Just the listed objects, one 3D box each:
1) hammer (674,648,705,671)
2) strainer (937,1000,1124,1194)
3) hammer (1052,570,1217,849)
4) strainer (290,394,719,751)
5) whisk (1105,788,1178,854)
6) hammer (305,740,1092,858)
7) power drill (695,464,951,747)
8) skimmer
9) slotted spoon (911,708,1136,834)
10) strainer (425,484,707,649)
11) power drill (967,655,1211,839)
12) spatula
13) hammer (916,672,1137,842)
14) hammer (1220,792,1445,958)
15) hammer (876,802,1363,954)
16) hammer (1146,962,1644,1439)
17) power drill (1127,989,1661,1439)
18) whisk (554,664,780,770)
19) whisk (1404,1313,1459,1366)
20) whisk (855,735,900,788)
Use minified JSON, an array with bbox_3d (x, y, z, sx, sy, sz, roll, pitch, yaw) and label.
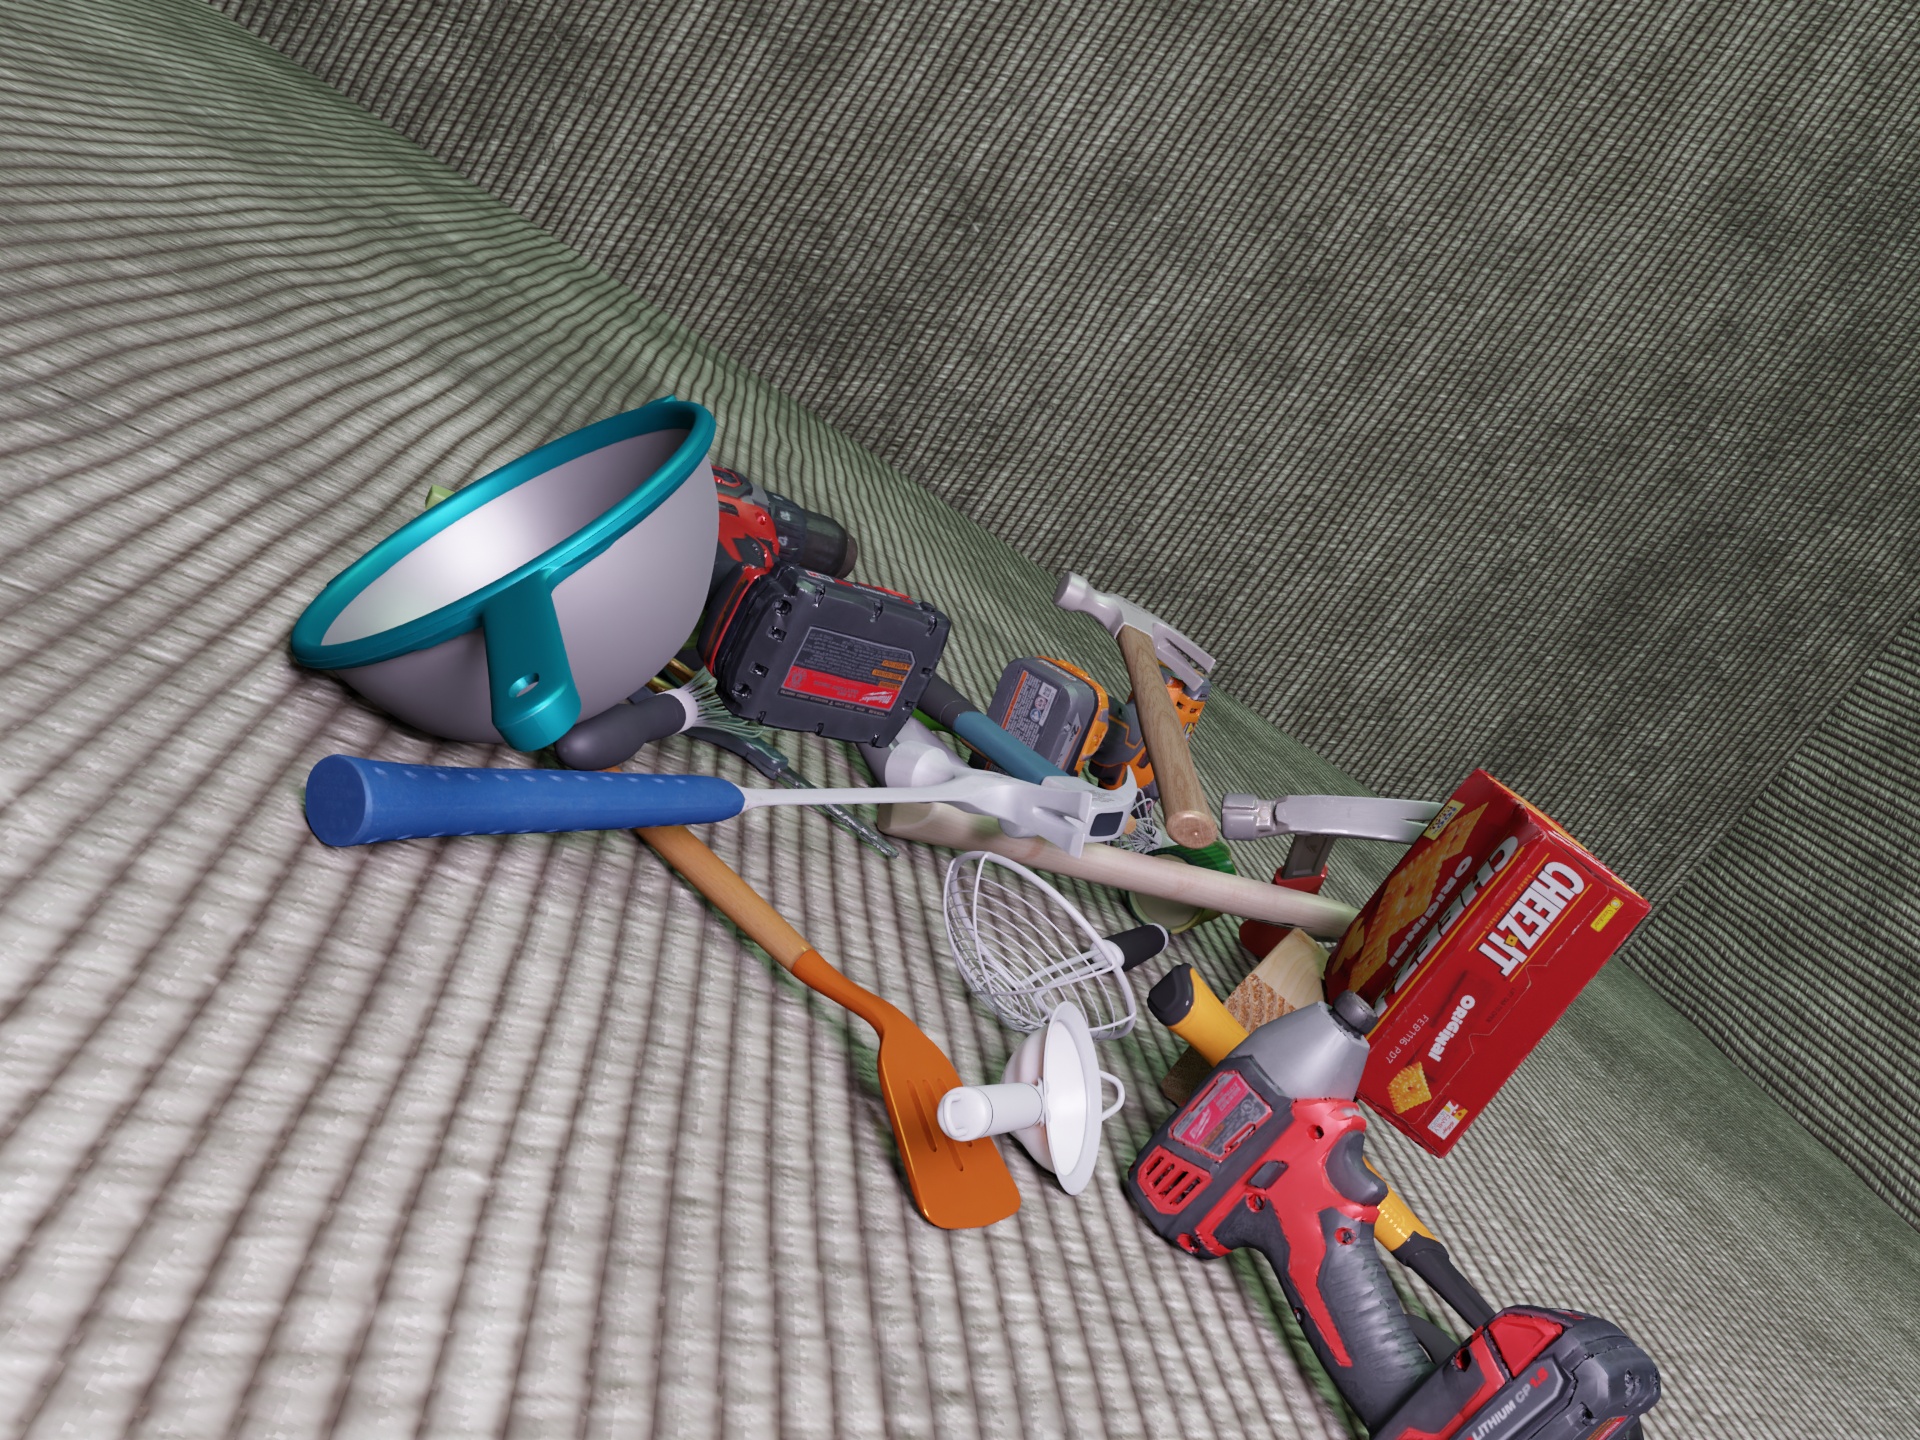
[{"bbox_3d":[-0.156,-0.070,1.179,0.146,0.035,0.335,38,12,7],"label":"hammer"},{"bbox_3d":[0.026,0.161,0.670,0.050,0.087,0.258,-6,-13,13],"label":"strainer"},{"bbox_3d":[0.145,-0.008,1.168,0.130,0.031,0.332,24,26,-16],"label":"hammer"},{"bbox_3d":[-0.169,-0.032,0.673,0.095,0.211,0.341,63,-5,-27],"label":"strainer"},{"bbox_3d":[0.154,0.097,1.320,0.058,0.059,0.246,24,-3,19],"label":"whisk"},{"bbox_3d":[-0.096,0.036,0.732,0.144,0.035,0.405,14,7,38],"label":"hammer"},{"bbox_3d":[-0.098,-0.077,0.891,0.187,0.080,0.227,12,22,-42],"label":"power drill"},{"bbox_3d":[0.088,0.126,0.956,0.127,0.090,0.363,39,12,19],"label":"skimmer"},{"bbox_3d":[0.020,0.018,1.171,0.314,0.031,0.070,29,-36,47],"label":"slotted spoon"},{"bbox_3d":[-0.202,-0.069,0.939,0.151,0.069,0.256,37,14,11],"label":"strainer"},{"bbox_3d":[0.106,0.028,1.291,0.084,0.164,0.226,32,19,34],"label":"power drill"},{"bbox_3d":[-0.092,0.102,0.718,0.323,0.041,0.081,37,9,29],"label":"spatula"},{"bbox_3d":[-0.002,-0.003,1.088,0.128,0.033,0.331,4,22,-38],"label":"hammer"},{"bbox_3d":[0.261,0.124,1.191,0.149,0.037,0.358,3,-21,7],"label":"hammer"},{"bbox_3d":[0.130,0.110,1.089,0.410,0.038,0.146,16,-22,-23],"label":"hammer"},{"bbox_3d":[0.226,0.258,0.837,0.337,0.034,0.127,47,17,10],"label":"hammer"},{"bbox_3d":[0.182,0.230,0.693,0.078,0.143,0.220,27,17,-48],"label":"power drill"},{"bbox_3d":[-0.140,-0.011,0.852,0.070,0.070,0.284,37,16,7],"label":"whisk"},{"bbox_3d":[0.282,0.361,0.672,0.073,0.073,0.296,26,10,-38],"label":"whisk"},{"bbox_3d":[-0.078,-0.020,1.086,0.239,0.055,0.055,56,19,20],"label":"whisk"}]
